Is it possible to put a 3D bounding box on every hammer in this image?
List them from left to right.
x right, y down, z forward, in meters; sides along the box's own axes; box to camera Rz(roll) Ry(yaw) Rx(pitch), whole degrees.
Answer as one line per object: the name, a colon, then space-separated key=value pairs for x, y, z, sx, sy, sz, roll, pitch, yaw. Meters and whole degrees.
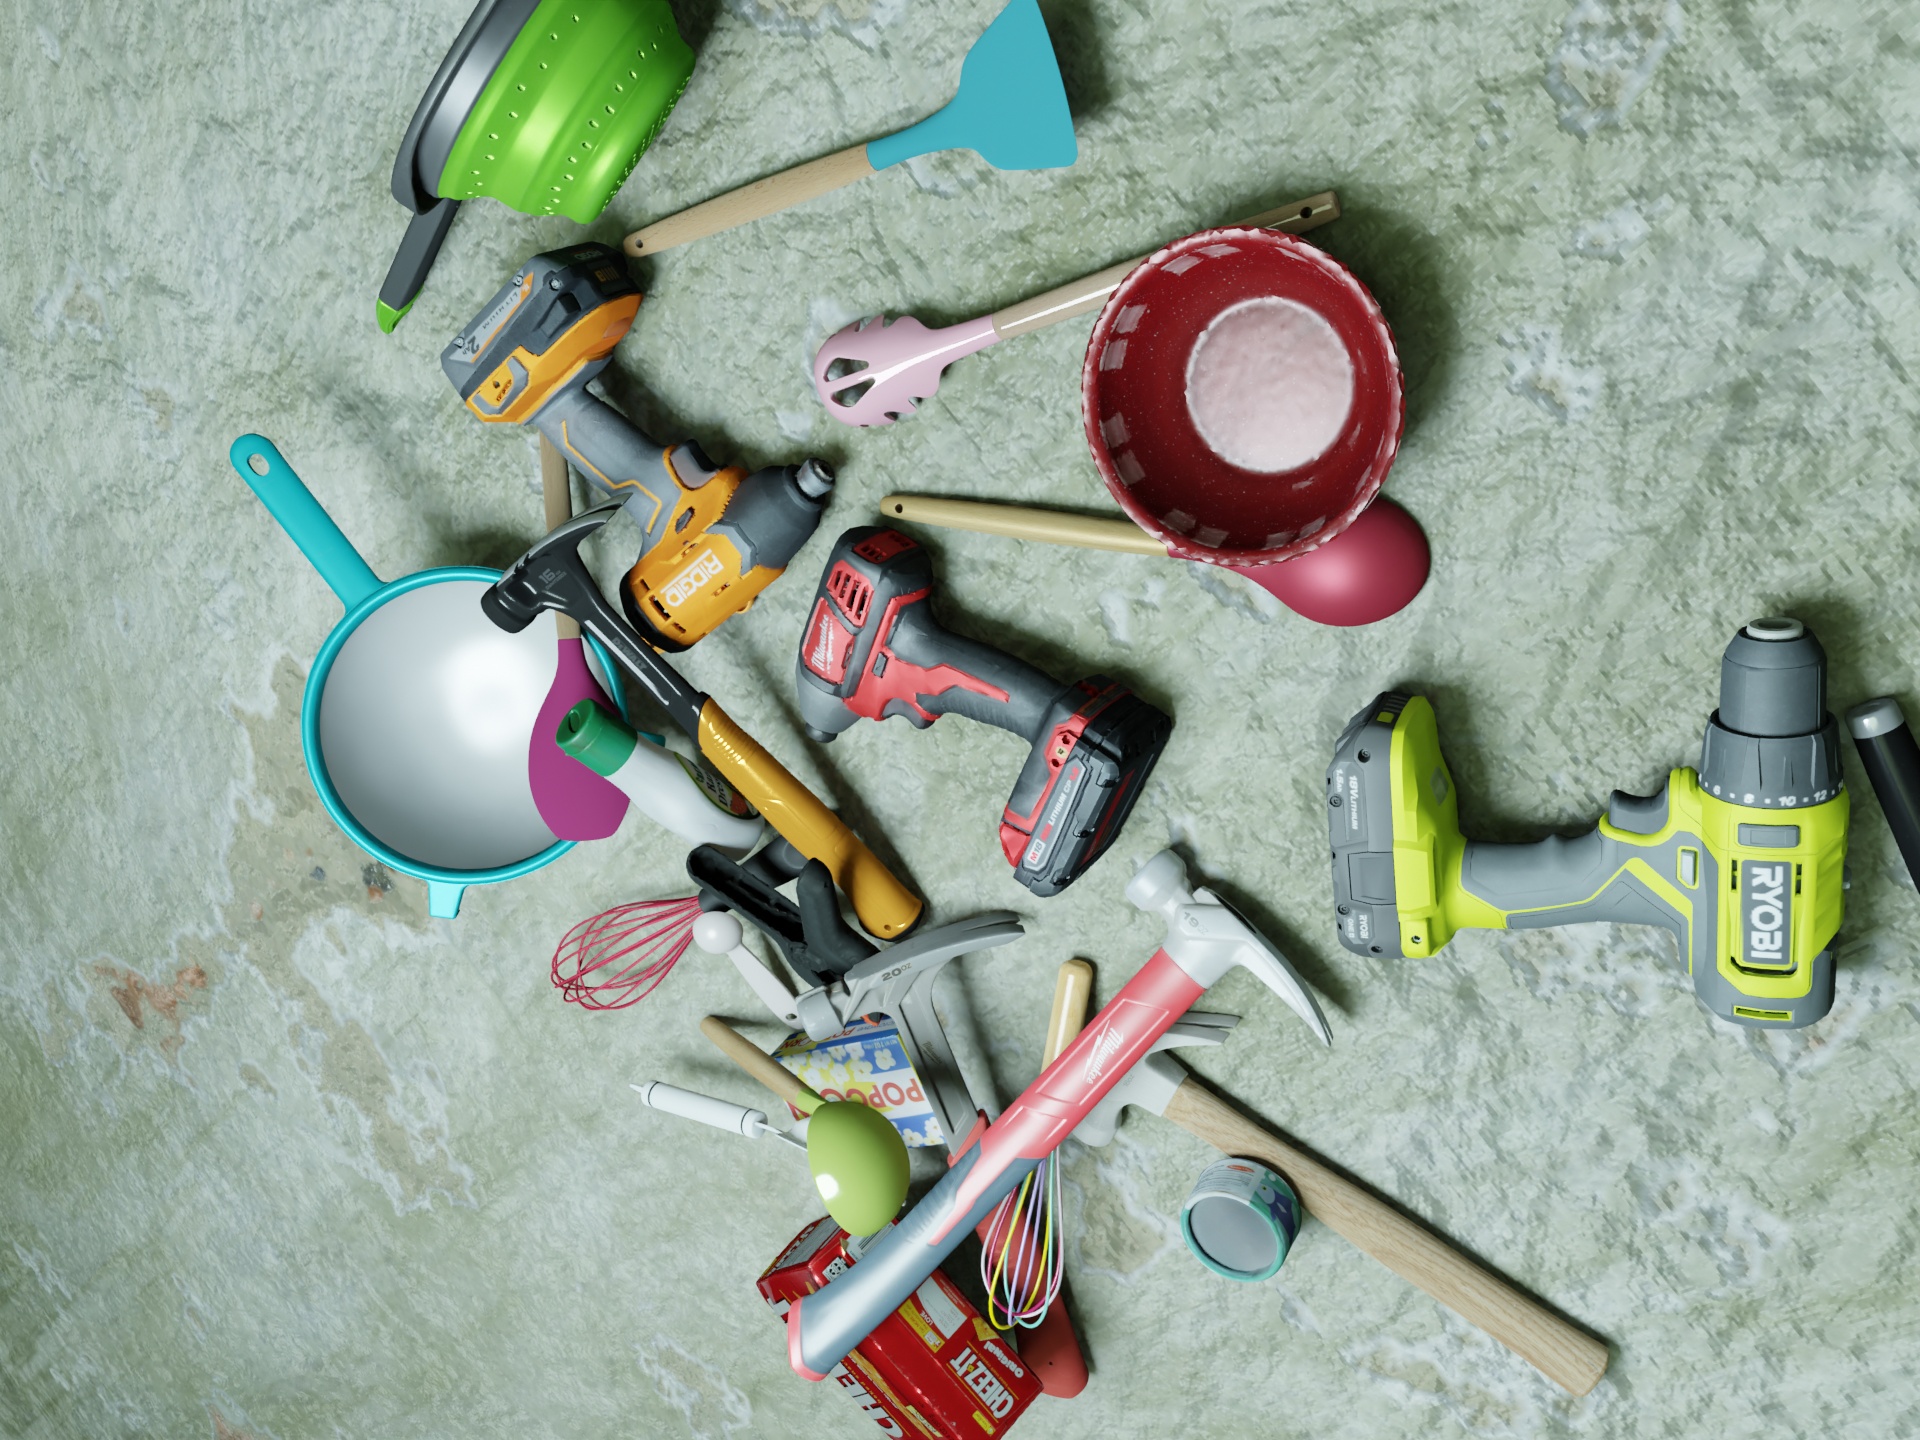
hammer: x=-0.137 y=0.013 z=0.979 sx=0.127 sy=0.034 sz=0.336 roll=-31 pitch=111 yaw=35
hammer: x=0.025 y=0.299 z=1.045 sx=0.149 sy=0.037 sz=0.358 roll=-22 pitch=110 yaw=-2
hammer: x=0.042 y=0.262 z=0.936 sx=0.143 sy=0.038 sz=0.386 roll=44 pitch=100 yaw=14
hammer: x=0.226 y=0.286 z=0.944 sx=0.331 sy=0.031 sz=0.130 roll=31 pitch=124 yaw=15

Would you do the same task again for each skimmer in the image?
skimmer: x=0.489 y=0.158 z=0.695 sx=0.127 sy=0.090 sz=0.363 roll=-27 pitch=94 yaw=4

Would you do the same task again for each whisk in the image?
whisk: x=-0.187 y=0.135 z=1.109 sx=0.296 sy=0.073 sz=0.073 roll=-31 pitch=93 yaw=30
whisk: x=0.052 y=0.270 z=0.997 sx=0.051 sy=0.047 sz=0.245 roll=-151 pitch=69 yaw=-67

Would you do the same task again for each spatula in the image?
spatula: x=-0.073 y=-0.297 z=0.857 sx=0.317 sy=0.044 sz=0.082 roll=-8 pitch=109 yaw=34

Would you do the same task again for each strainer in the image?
strainer: x=-0.367 y=-0.049 z=1.080 sx=0.211 sy=0.095 sz=0.340 roll=-37 pitch=95 yaw=-2
strainer: x=-0.137 y=0.279 z=1.101 sx=0.258 sy=0.050 sz=0.086 roll=6 pitch=158 yaw=34

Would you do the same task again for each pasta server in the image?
pasta server: x=0.047 y=-0.216 z=0.834 sx=0.316 sy=0.040 sz=0.060 roll=-13 pitch=104 yaw=30

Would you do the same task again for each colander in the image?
colander: x=-0.249 y=-0.311 z=0.912 sx=0.094 sy=0.205 sz=0.397 roll=34 pitch=147 yaw=-18

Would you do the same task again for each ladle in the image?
ladle: x=-0.119 y=0.246 z=1.029 sx=0.078 sy=0.062 sz=0.320 roll=57 pitch=160 yaw=-21
ladle: x=0.091 y=-0.100 z=0.858 sx=0.315 sy=0.031 sz=0.069 roll=11 pitch=108 yaw=28

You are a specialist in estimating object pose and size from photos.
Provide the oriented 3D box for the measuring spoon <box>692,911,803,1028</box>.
measuring spoon: x=-0.142 y=0.178 z=1.095 sx=0.034 sy=0.018 sz=0.124 roll=-24 pitch=122 yaw=18

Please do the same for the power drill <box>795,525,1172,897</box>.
power drill: x=-0.001 y=-0.003 z=0.926 sx=0.220 sy=0.078 sz=0.143 roll=34 pitch=124 yaw=17

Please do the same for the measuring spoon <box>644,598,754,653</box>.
measuring spoon: x=-0.173 y=-0.065 z=1.041 sx=0.117 sy=0.011 sz=0.021 roll=-21 pitch=82 yaw=38

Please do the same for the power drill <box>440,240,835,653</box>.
power drill: x=-0.185 y=-0.170 z=0.953 sx=0.164 sy=0.084 sz=0.226 roll=-34 pitch=98 yaw=30

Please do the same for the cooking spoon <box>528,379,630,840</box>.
cooking spoon: x=-0.256 y=-0.079 z=1.030 sx=0.068 sy=0.017 sz=0.319 roll=-4 pitch=95 yaw=-5

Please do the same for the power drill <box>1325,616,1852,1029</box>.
power drill: x=0.300 y=0.044 z=0.767 sx=0.228 sy=0.080 sz=0.190 roll=1 pitch=112 yaw=27
